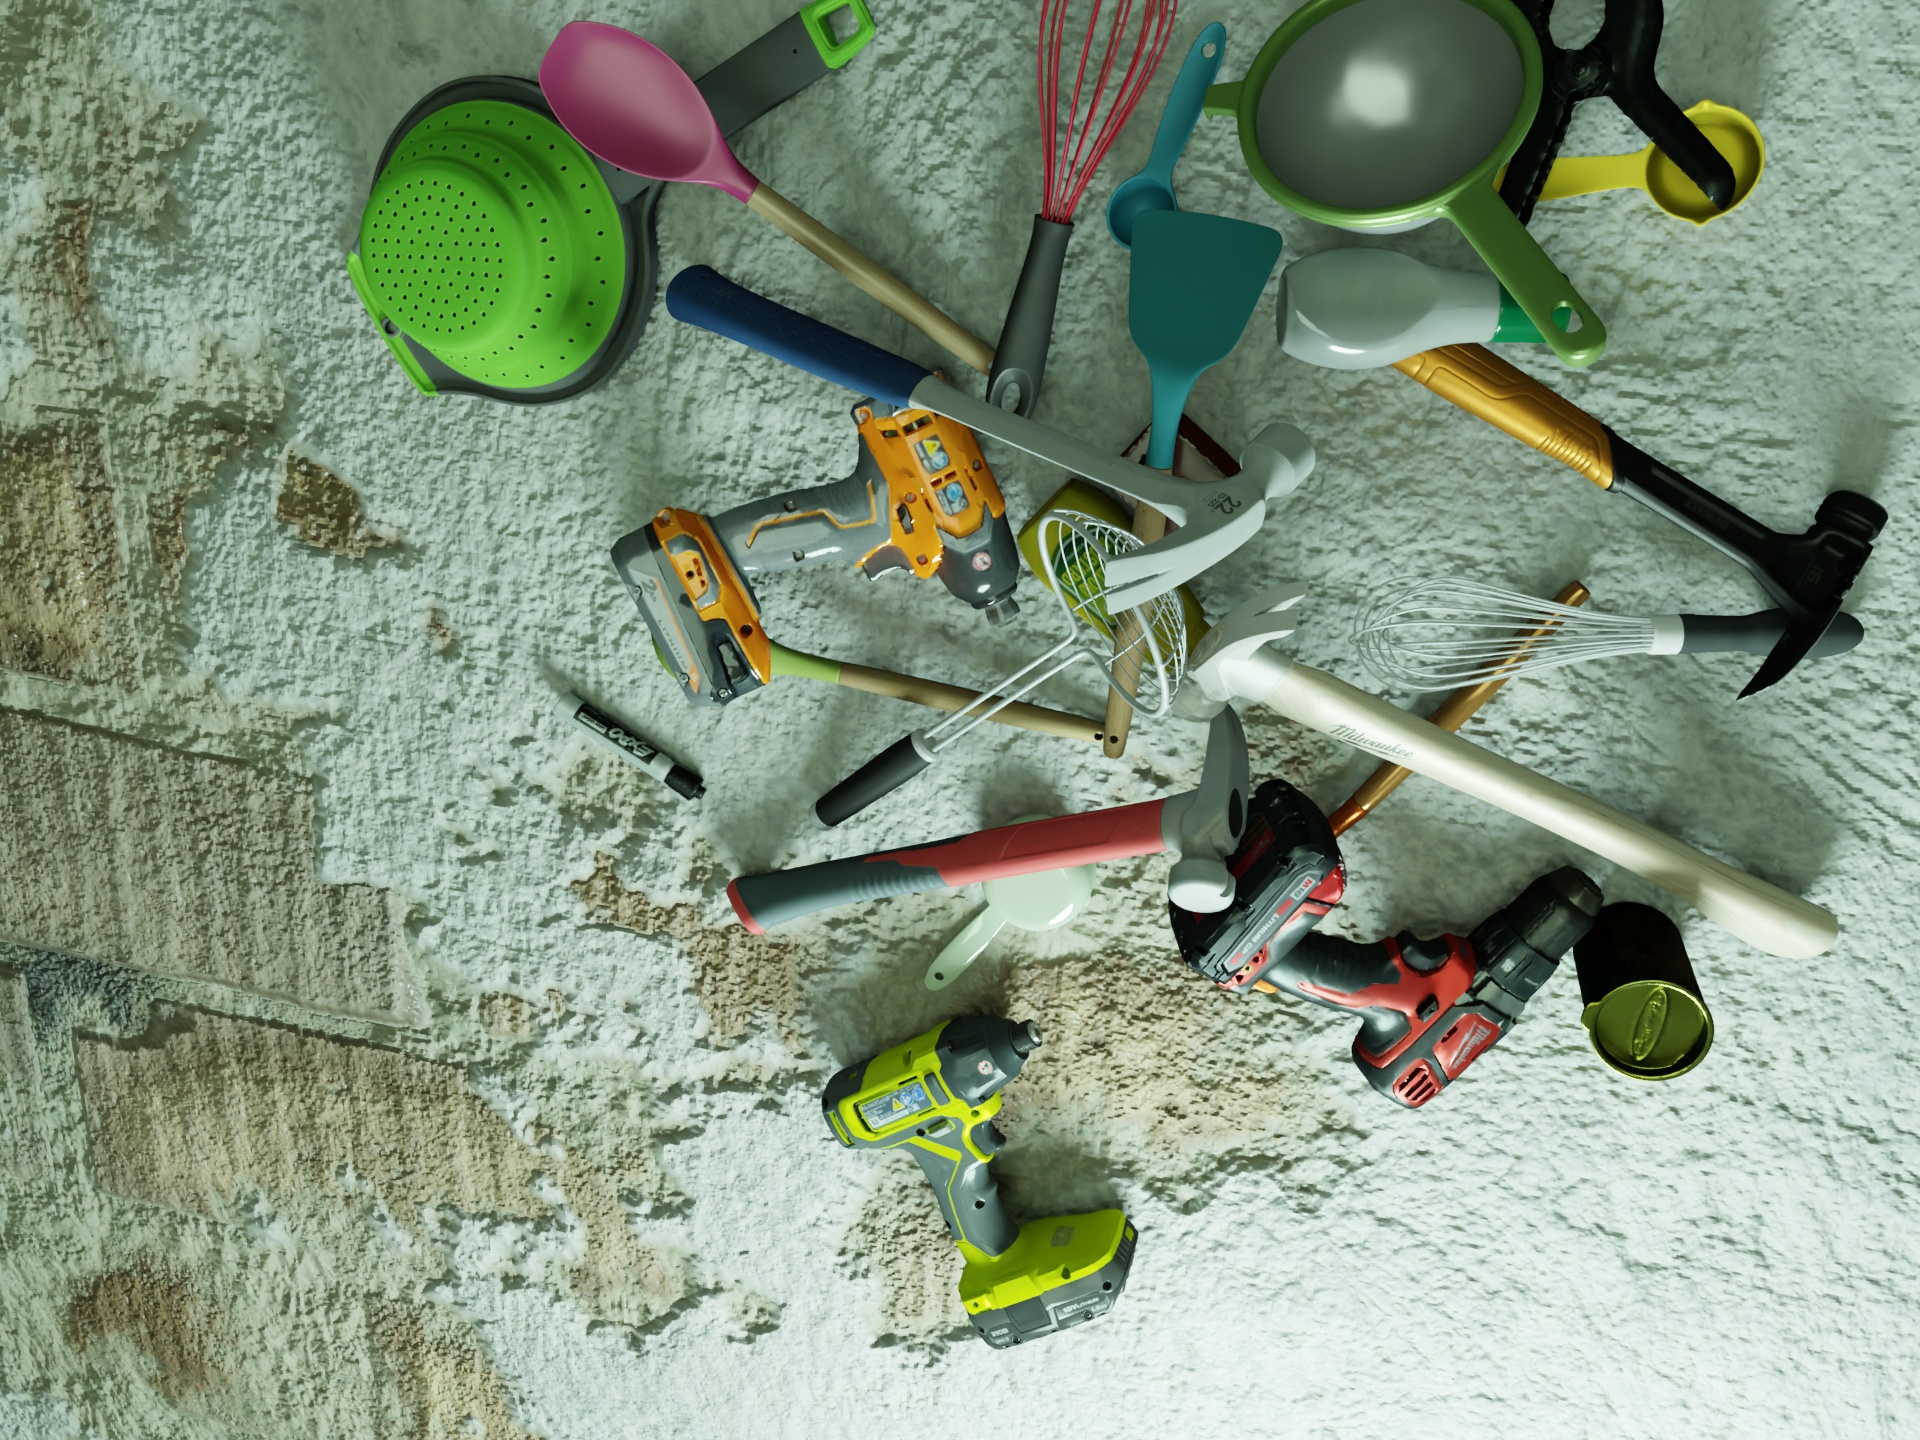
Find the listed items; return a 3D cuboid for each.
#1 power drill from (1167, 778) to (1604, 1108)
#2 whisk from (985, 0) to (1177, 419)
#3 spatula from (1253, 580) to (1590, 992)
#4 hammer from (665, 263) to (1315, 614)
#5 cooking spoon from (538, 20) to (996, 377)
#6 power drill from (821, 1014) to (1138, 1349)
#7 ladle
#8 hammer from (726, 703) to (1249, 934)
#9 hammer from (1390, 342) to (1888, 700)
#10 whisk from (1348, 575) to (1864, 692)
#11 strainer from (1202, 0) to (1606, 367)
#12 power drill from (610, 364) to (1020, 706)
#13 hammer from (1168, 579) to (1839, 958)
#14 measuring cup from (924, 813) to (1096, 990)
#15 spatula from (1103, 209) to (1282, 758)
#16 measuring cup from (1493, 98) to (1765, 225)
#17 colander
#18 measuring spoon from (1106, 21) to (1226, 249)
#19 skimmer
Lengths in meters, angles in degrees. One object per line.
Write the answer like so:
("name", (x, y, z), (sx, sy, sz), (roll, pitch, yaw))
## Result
("power drill", (0.262, 0.126, 0.969), (0.226, 0.080, 0.188), (32, 111, -20))
("whisk", (0.059, -0.301, 0.896), (0.073, 0.073, 0.295), (19, 116, 8))
("spatula", (0.266, 0.040, 0.978), (0.081, 0.041, 0.322), (33, 114, -15))
("hammer", (-0.016, -0.177, 0.883), (0.406, 0.144, 0.035), (28, 146, 29))
("cooking spoon", (-0.099, -0.291, 0.926), (0.318, 0.017, 0.068), (33, 101, -14))
("power drill", (0.025, 0.321, 1.133), (0.171, 0.080, 0.223), (-28, 97, 23))
("ladle", (-0.051, -0.029, 1.047), (0.320, 0.062, 0.078), (13, 111, 3))
("hammer", (0.005, 0.078, 1.040), (0.386, 0.143, 0.038), (-13, 139, 32))
("hammer", (0.329, -0.150, 0.872), (0.337, 0.034, 0.127), (34, 81, 6))
("whisk", (0.363, -0.048, 0.895), (0.284, 0.070, 0.070), (0, 110, 3))
("strainer", (0.248, -0.267, 0.813), (0.151, 0.069, 0.257), (-32, 67, 9))
("power drill", (-0.078, -0.095, 0.974), (0.226, 0.084, 0.164), (-27, 101, 0))
("hammer", (0.325, 0.039, 0.904), (0.410, 0.038, 0.146), (24, 158, -7))
("measuring cup", (0.024, 0.136, 1.082), (0.083, 0.038, 0.167), (40, 113, -2))
("spatula", (0.113, -0.124, 0.912), (0.082, 0.044, 0.317), (12, 116, 11))
("measuring cup", (0.342, -0.291, 0.848), (0.156, 0.029, 0.062), (3, 105, 27))
("colander", (-0.230, -0.320, 0.951), (0.397, 0.094, 0.204), (-24, 102, 22))
("measuring spoon", (0.122, -0.327, 0.898), (0.042, 0.021, 0.128), (28, 106, 18))
("skimmer", (-0.002, -0.003, 0.960), (0.363, 0.090, 0.127), (-34, 84, 41))
